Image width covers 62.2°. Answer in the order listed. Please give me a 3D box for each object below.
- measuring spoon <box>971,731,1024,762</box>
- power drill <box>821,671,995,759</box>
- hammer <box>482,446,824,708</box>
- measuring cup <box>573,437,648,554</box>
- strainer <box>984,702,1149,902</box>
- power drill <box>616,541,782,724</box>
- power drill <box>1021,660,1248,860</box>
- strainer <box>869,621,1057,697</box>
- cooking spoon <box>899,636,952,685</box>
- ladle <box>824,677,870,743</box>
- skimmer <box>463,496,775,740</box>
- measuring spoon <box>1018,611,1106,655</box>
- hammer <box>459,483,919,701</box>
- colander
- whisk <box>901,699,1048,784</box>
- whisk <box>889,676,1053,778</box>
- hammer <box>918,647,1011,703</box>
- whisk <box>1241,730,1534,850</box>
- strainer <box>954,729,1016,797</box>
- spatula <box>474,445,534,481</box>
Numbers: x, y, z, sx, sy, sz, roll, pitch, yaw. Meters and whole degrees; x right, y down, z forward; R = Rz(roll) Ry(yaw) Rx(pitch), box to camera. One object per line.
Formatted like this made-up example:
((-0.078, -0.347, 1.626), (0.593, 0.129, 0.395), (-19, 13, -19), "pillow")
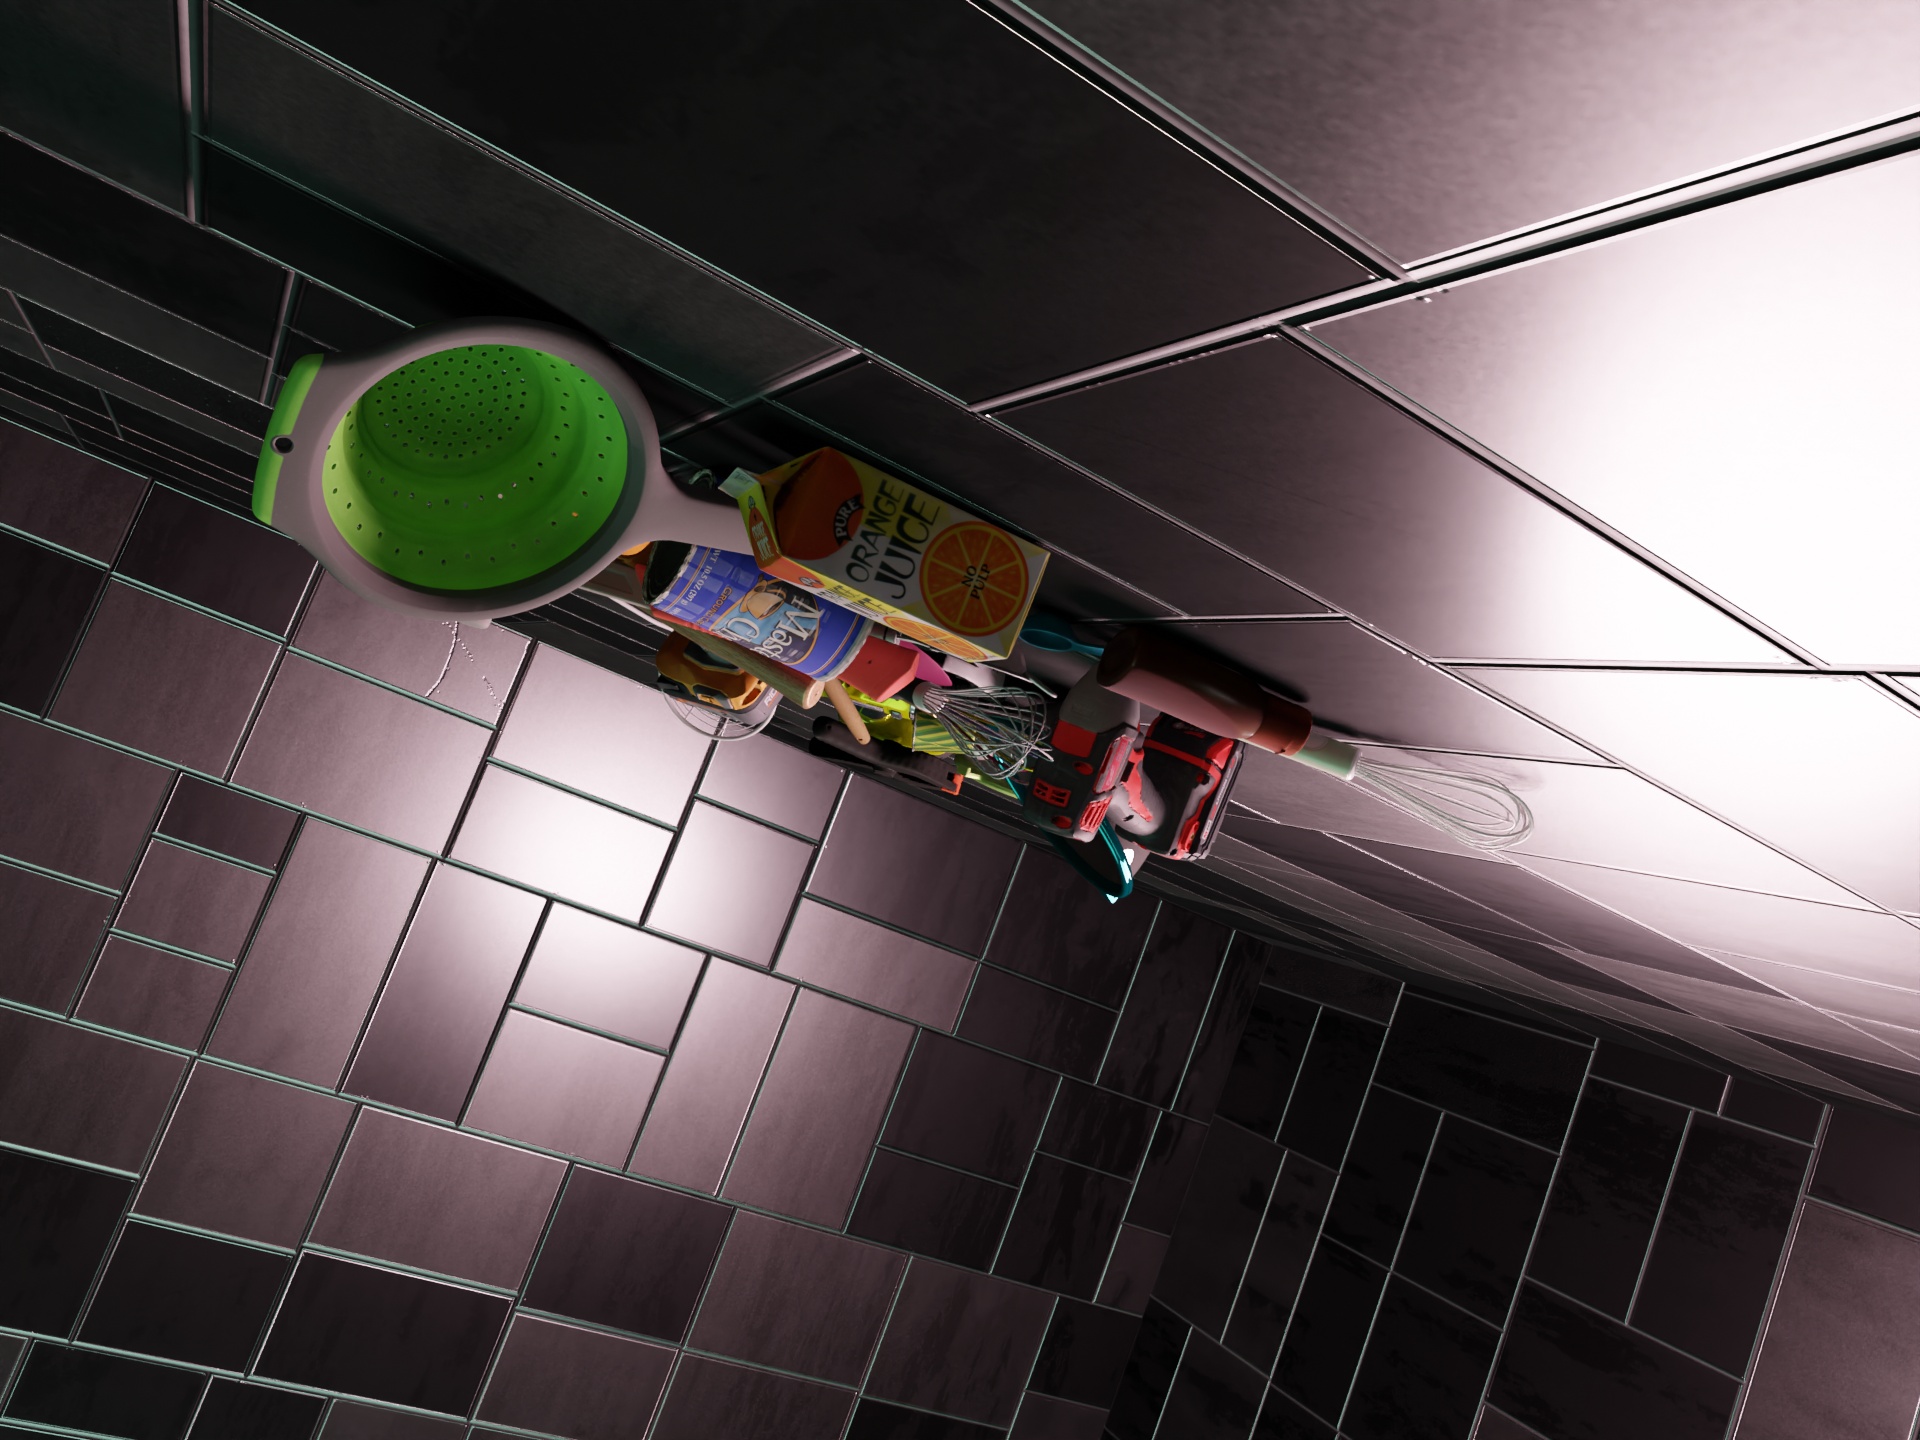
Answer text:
((0.030, 0.030, 1.492), (0.034, 0.018, 0.124), (58, 167, -16), "measuring spoon")
((-0.056, -0.020, 1.627), (0.190, 0.080, 0.228), (15, 171, 6), "power drill")
((-0.251, -0.100, 1.283), (0.331, 0.031, 0.130), (30, 145, 15), "hammer")
((-0.262, -0.170, 1.120), (0.095, 0.052, 0.173), (31, 170, 10), "measuring cup")
((0.124, 0.036, 1.423), (0.211, 0.095, 0.340), (51, 166, 12), "strainer")
((-0.262, -0.103, 1.405), (0.185, 0.084, 0.226), (17, 152, 30), "power drill")
((0.136, 0.030, 1.226), (0.079, 0.143, 0.219), (21, -179, 34), "power drill")
((-0.046, -0.066, 1.248), (0.258, 0.050, 0.087), (11, -179, 11), "strainer")
((-0.119, -0.101, 1.274), (0.069, 0.017, 0.318), (10, 161, 49), "cooking spoon")
((-0.128, -0.035, 1.445), (0.078, 0.062, 0.319), (6, 157, 14), "ladle")
((-0.318, -0.094, 1.492), (0.127, 0.090, 0.362), (-30, 140, 24), "skimmer")
((0.105, -0.057, 1.126), (0.128, 0.021, 0.042), (11, 166, 6), "measuring spoon")
((-0.203, -0.098, 1.219), (0.359, 0.149, 0.036), (17, 171, 5), "hammer")
((-0.222, -0.156, 0.974), (0.396, 0.204, 0.095), (7, -142, -38), "colander")
((-0.004, -0.004, 1.370), (0.245, 0.047, 0.051), (27, 147, 37), "whisk")
((-0.009, -0.011, 1.220), (0.070, 0.070, 0.285), (25, 180, -28), "whisk")
((-0.121, -0.087, 1.462), (0.337, 0.034, 0.127), (18, 173, 25), "hammer")
((0.295, 0.034, 1.160), (0.246, 0.058, 0.059), (21, 139, 21), "whisk")
((0.124, 0.052, 1.650), (0.256, 0.069, 0.151), (18, -169, 3), "strainer")
((-0.371, -0.181, 1.439), (0.082, 0.044, 0.317), (15, 171, 10), "spatula")
